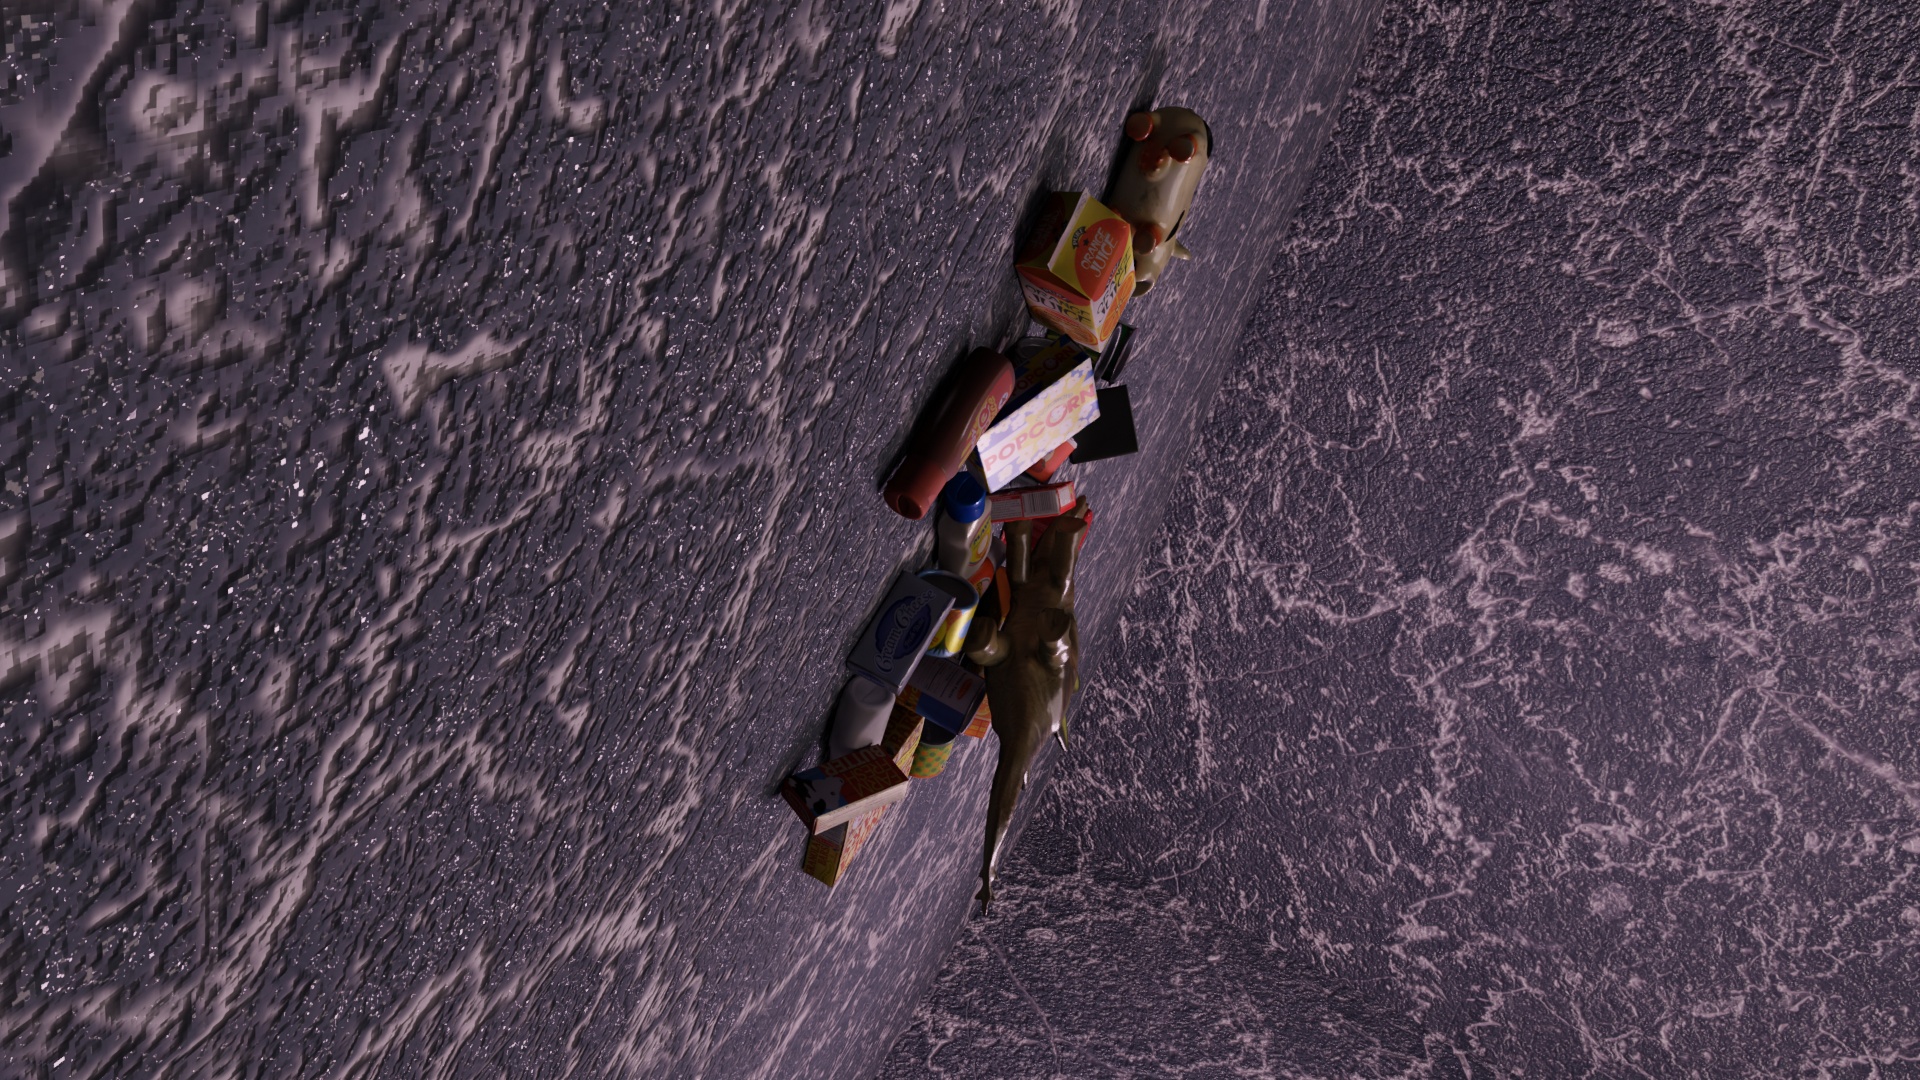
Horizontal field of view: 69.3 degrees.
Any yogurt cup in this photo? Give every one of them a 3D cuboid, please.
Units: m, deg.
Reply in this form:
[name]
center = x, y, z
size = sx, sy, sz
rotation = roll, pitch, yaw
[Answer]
[yogurt cup]
center = 0.075, -0.093, 1.393
size = 0.054, 0.072, 0.072
rotation = -56, 168, 0

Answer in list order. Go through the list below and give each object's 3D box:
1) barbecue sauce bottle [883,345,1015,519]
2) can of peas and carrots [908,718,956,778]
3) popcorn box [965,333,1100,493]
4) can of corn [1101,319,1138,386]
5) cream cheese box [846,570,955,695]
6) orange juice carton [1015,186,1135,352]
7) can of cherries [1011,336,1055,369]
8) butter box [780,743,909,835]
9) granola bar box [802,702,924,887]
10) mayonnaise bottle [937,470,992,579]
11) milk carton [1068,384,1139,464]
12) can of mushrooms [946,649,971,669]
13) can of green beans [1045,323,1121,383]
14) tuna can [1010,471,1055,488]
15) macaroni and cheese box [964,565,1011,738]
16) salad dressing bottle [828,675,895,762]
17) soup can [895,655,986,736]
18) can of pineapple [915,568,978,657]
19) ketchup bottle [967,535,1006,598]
[barbecue sauce bottle]
center = -0.009, -0.083, 1.095
size = 0.149, 0.044, 0.064
rotation = -57, 167, -28
[can of peas and carrots]
center = -0.039, 0.223, 1.553
size = 0.071, 0.071, 0.058
rotation = -49, 162, -51
[popcorn box]
center = 0.057, -0.108, 1.194
size = 0.127, 0.038, 0.085
rotation = -36, 147, -12
[can of corn]
center = 0.149, -0.206, 1.480
size = 0.071, 0.058, 0.071
rotation = -59, 168, -21
[cream cheese box]
center = -0.052, 0.082, 1.235
size = 0.104, 0.053, 0.024
rotation = -58, 169, -25
[orange juice carton]
center = 0.098, -0.230, 1.173
size = 0.072, 0.073, 0.192
rotation = -63, 168, -4
[can of cherries]
center = 0.072, -0.146, 1.269
size = 0.072, 0.071, 0.058
rotation = -46, 159, -56
[butter box]
center = -0.101, 0.217, 1.220
size = 0.104, 0.053, 0.024
rotation = -16, 136, -39
[granola bar box]
center = -0.099, 0.263, 1.451
size = 0.166, 0.039, 0.123
rotation = -51, 163, -46
[mayonnaise bottle]
center = 0.005, -0.016, 1.301
size = 0.065, 0.041, 0.147
rotation = -58, 167, -21
[milk carton]
center = 0.147, -0.125, 1.508
size = 0.191, 0.072, 0.073
rotation = -46, 125, -84
[can of mushrooms]
center = -0.004, 0.123, 1.582
size = 0.071, 0.033, 0.070
rotation = -59, 167, -23
[can of green beans]
center = 0.120, -0.196, 1.377
size = 0.071, 0.058, 0.071
rotation = -59, 168, -21
[tuna can]
center = 0.085, -0.083, 1.528
size = 0.071, 0.033, 0.070
rotation = -59, 168, -22
[macaroni and cheese box]
center = 0.035, 0.131, 1.637
size = 0.124, 0.040, 0.165
rotation = -95, -158, -62
[salad dressing bottle]
center = -0.100, 0.191, 1.289
size = 0.064, 0.044, 0.146
rotation = -41, 156, -50
[soup can]
center = -0.022, 0.158, 1.453
size = 0.071, 0.084, 0.071
rotation = -59, 167, -22
[can of pineapple]
center = -0.022, 0.069, 1.305
size = 0.071, 0.071, 0.057
rotation = -45, 157, -57
[ketchup bottle]
center = 0.003, 0.045, 1.421
size = 0.149, 0.043, 0.064
rotation = -51, 162, -50
